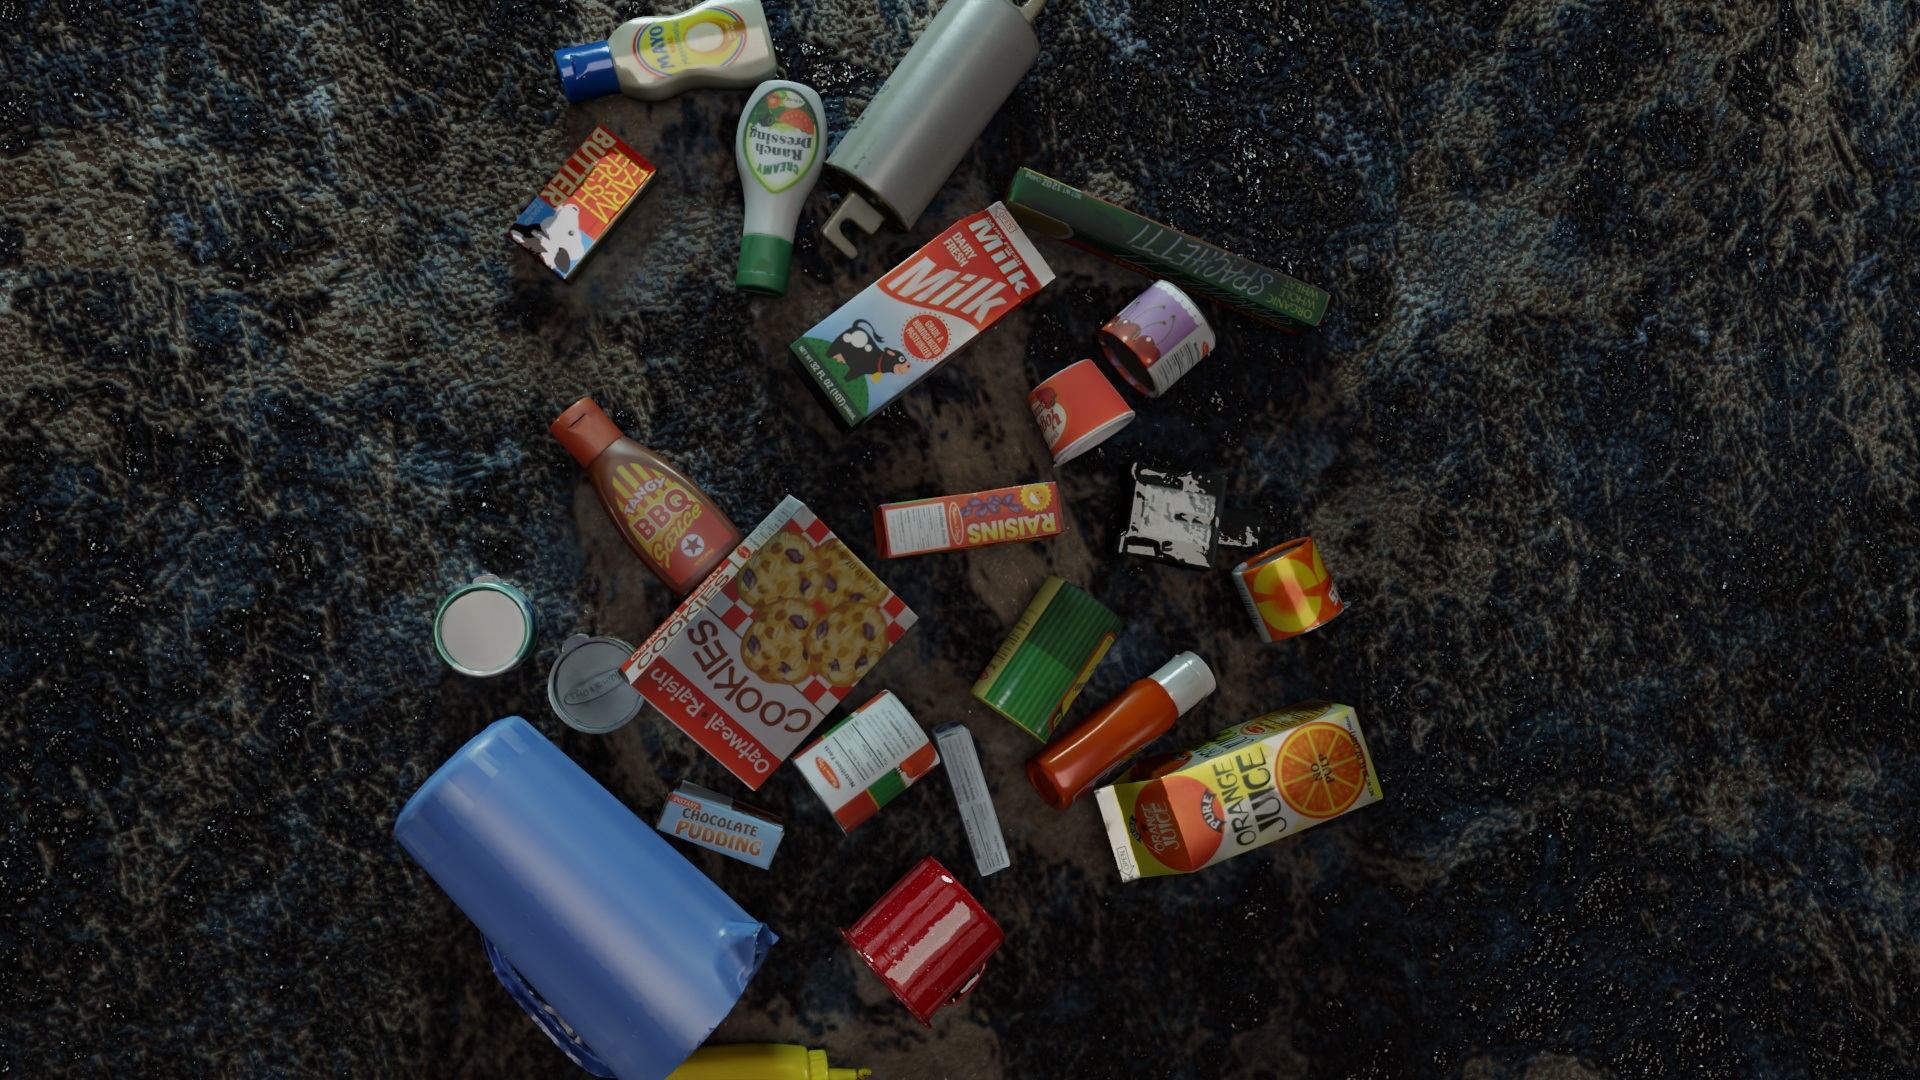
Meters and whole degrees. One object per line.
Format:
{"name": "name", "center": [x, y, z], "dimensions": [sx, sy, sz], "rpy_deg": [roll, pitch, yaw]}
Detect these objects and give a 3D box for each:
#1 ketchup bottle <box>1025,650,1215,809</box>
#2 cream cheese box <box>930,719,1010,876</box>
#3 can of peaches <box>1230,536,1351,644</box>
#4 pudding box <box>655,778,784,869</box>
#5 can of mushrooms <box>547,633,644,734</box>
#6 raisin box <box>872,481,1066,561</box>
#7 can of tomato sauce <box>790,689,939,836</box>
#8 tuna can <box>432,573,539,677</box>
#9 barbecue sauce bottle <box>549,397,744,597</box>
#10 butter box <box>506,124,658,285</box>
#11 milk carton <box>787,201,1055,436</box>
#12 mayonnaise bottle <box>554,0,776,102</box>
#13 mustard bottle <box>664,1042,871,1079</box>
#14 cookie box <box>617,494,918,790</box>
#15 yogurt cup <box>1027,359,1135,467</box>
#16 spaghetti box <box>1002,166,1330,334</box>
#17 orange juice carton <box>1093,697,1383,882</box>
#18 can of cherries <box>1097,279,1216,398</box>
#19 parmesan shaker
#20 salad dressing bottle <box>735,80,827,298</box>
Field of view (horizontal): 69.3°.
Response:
{"name": "ketchup bottle", "center": [0.117, 0.135, 1.004], "dimensions": [0.149, 0.064, 0.043], "rpy_deg": [-34, 82, -16]}
{"name": "cream cheese box", "center": [0.007, 0.181, 0.988], "dimensions": [0.024, 0.053, 0.103], "rpy_deg": [-18, 91, -7]}
{"name": "can of peaches", "center": [0.242, 0.035, 1.021], "dimensions": [0.071, 0.071, 0.058], "rpy_deg": [-26, 91, -8]}
{"name": "pudding box", "center": [-0.165, 0.196, 0.964], "dimensions": [0.084, 0.049, 0.030], "rpy_deg": [22, 87, -7]}
{"name": "can of mushrooms", "center": [-0.251, 0.097, 0.963], "dimensions": [0.071, 0.033, 0.071], "rpy_deg": [0, 89, -8]}
{"name": "raisin box", "center": [0.003, -0.012, 0.978], "dimensions": [0.123, 0.086, 0.040], "rpy_deg": [-8, 88, -9]}
{"name": "can of tomato sauce", "center": [-0.066, 0.154, 0.971], "dimensions": [0.083, 0.071, 0.071], "rpy_deg": [-36, 94, -12]}
{"name": "tuna can", "center": [-0.326, 0.058, 0.953], "dimensions": [0.071, 0.033, 0.071], "rpy_deg": [0, 89, -9]}
{"name": "barbecue sauce bottle", "center": [-0.222, -0.033, 0.967], "dimensions": [0.065, 0.043, 0.148], "rpy_deg": [-43, 94, -10]}
{"name": "butter box", "center": [-0.265, -0.236, 0.978], "dimensions": [0.053, 0.024, 0.103], "rpy_deg": [38, 84, -6]}
{"name": "milk carton", "center": [-0.026, -0.160, 0.985], "dimensions": [0.191, 0.073, 0.072], "rpy_deg": [-37, 94, -8]}
{"name": "mayonnaise bottle", "center": [-0.208, -0.342, 0.981], "dimensions": [0.148, 0.041, 0.064], "rpy_deg": [-16, 92, -9]}
{"name": "mustard bottle", "center": [-0.141, 0.381, 0.961], "dimensions": [0.160, 0.049, 0.065], "rpy_deg": [-4, 89, -9]}
{"name": "cookie box", "center": [-0.131, 0.071, 0.960], "dimensions": [0.167, 0.040, 0.122], "rpy_deg": [-47, 116, -8]}
{"name": "yogurt cup", "center": [0.085, -0.095, 1.005], "dimensions": [0.072, 0.072, 0.054], "rpy_deg": [-30, 85, -8]}
{"name": "spaghetti box", "center": [0.150, -0.211, 1.025], "dimensions": [0.250, 0.050, 0.028], "rpy_deg": [20, 88, -7]}
{"name": "orange juice carton", "center": [0.195, 0.181, 1.006], "dimensions": [0.193, 0.073, 0.071], "rpy_deg": [-19, 91, -8]}
{"name": "can of cherries", "center": [0.141, -0.148, 1.015], "dimensions": [0.058, 0.071, 0.071], "rpy_deg": [-41, 94, -6]}
{"name": "parmesan shaker", "center": [0.063, 0.084, 0.990], "dimensions": [0.071, 0.071, 0.103], "rpy_deg": [36, 84, -6]}
{"name": "salad dressing bottle", "center": [-0.132, -0.248, 0.988], "dimensions": [0.064, 0.044, 0.147], "rpy_deg": [8, 87, -7]}
